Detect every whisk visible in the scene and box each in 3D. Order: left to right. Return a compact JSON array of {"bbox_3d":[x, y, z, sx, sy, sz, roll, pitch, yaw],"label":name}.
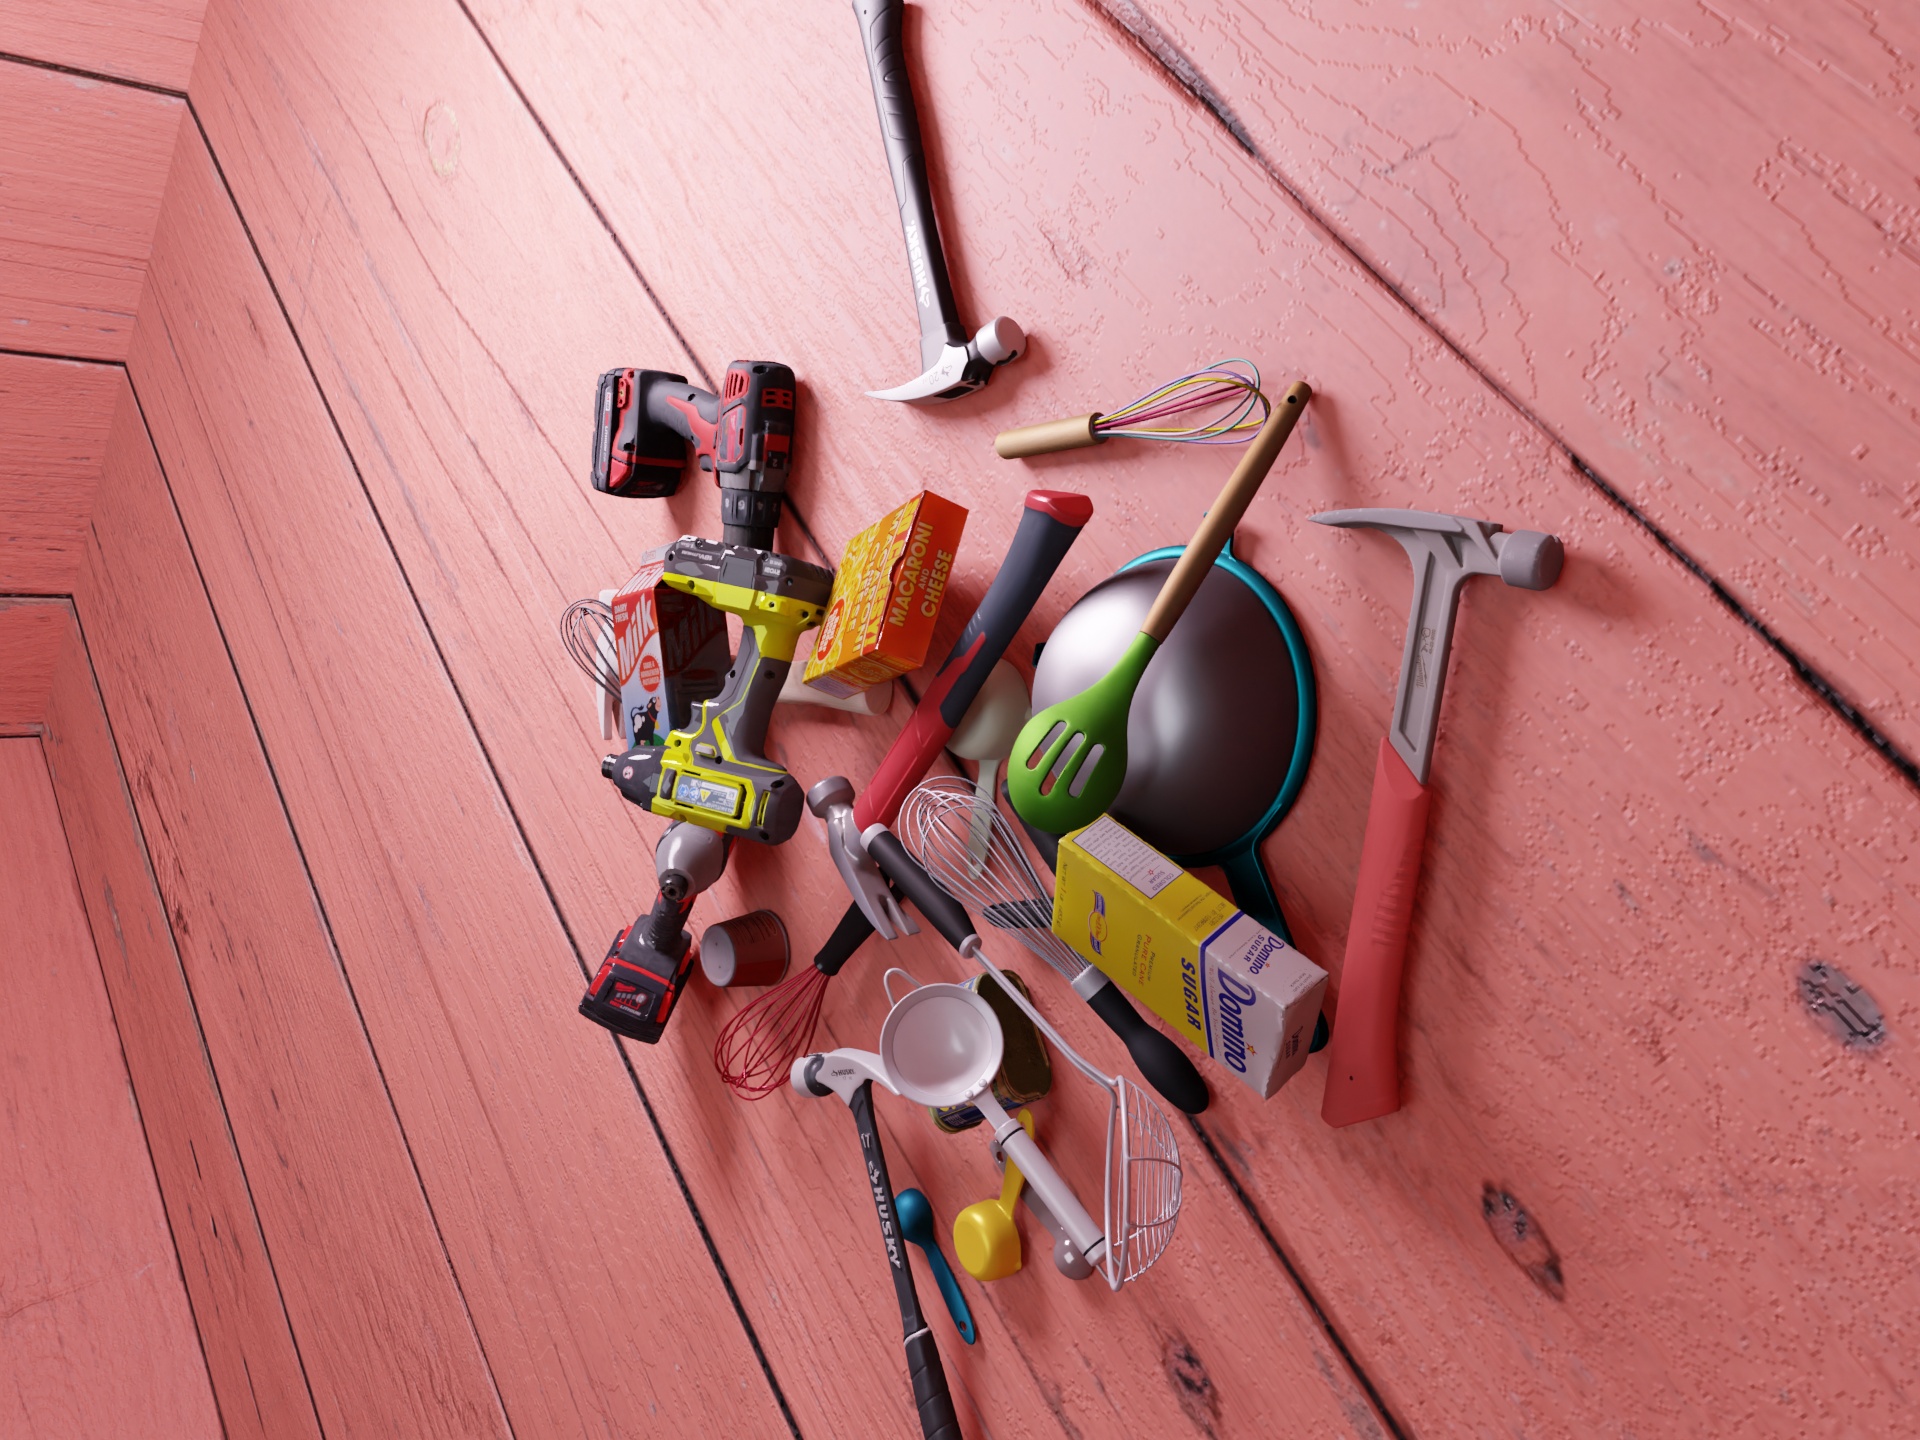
[{"bbox_3d":[-0.284,-0.002,1.427,0.055,0.055,0.239,-18,106,47],"label":"whisk"},{"bbox_3d":[-0.121,0.213,1.311,0.295,0.073,0.073,-53,55,27],"label":"whisk"},{"bbox_3d":[0.065,0.149,1.057,0.285,0.070,0.070,47,127,9],"label":"whisk"},{"bbox_3d":[0.106,-0.200,1.054,0.245,0.047,0.051,1,94,51],"label":"whisk"}]

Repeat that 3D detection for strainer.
[{"bbox_3d":[0.027,0.275,1.083,0.259,0.087,0.050,50,168,25],"label":"strainer"},{"bbox_3d":[0.134,0.049,0.993,0.211,0.095,0.341,-37,64,42],"label":"strainer"}]

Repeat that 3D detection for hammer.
[{"bbox_3d":[-0.204,-0.033,1.404,0.411,0.038,0.146,9,100,47],"label":"hammer"},{"bbox_3d":[-0.040,-0.401,1.210,0.146,0.035,0.335,-22,76,45],"label":"hammer"},{"bbox_3d":[-0.033,0.451,1.211,0.149,0.036,0.409,-21,82,51],"label":"hammer"},{"bbox_3d":[-0.002,-0.004,1.119,0.143,0.038,0.386,59,137,27],"label":"hammer"},{"bbox_3d":[0.244,0.059,0.918,0.149,0.036,0.359,17,104,46],"label":"hammer"}]

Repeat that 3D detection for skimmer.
[{"bbox_3d":[0.021,0.206,1.055,0.364,0.090,0.127,45,152,31],"label":"skimmer"}]

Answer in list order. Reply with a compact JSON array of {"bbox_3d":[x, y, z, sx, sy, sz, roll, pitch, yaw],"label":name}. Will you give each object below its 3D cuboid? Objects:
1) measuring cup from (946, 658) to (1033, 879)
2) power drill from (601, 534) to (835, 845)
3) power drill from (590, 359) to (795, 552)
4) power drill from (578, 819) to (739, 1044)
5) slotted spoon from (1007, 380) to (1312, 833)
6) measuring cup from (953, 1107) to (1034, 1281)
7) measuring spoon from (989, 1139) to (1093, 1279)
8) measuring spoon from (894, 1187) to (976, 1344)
[{"bbox_3d":[0.008,0.036,1.171,0.083,0.038,0.167,12,98,47],"label":"measuring cup"},{"bbox_3d":[-0.194,-0.027,1.270,0.171,0.080,0.223,13,90,20],"label":"power drill"},{"bbox_3d":[-0.231,-0.223,1.399,0.227,0.080,0.188,14,102,43],"label":"power drill"},{"bbox_3d":[-0.258,0.171,1.399,0.143,0.078,0.219,-75,10,-62],"label":"power drill"},{"bbox_3d":[0.124,-0.072,0.949,0.070,0.031,0.314,31,84,17],"label":"slotted spoon"},{"bbox_3d":[0.026,0.344,1.155,0.062,0.029,0.156,43,132,45],"label":"measuring cup"},{"bbox_3d":[0.052,0.353,1.152,0.124,0.018,0.034,48,125,36],"label":"measuring spoon"},{"bbox_3d":[-0.024,0.425,1.234,0.042,0.021,0.129,-53,53,35],"label":"measuring spoon"}]
